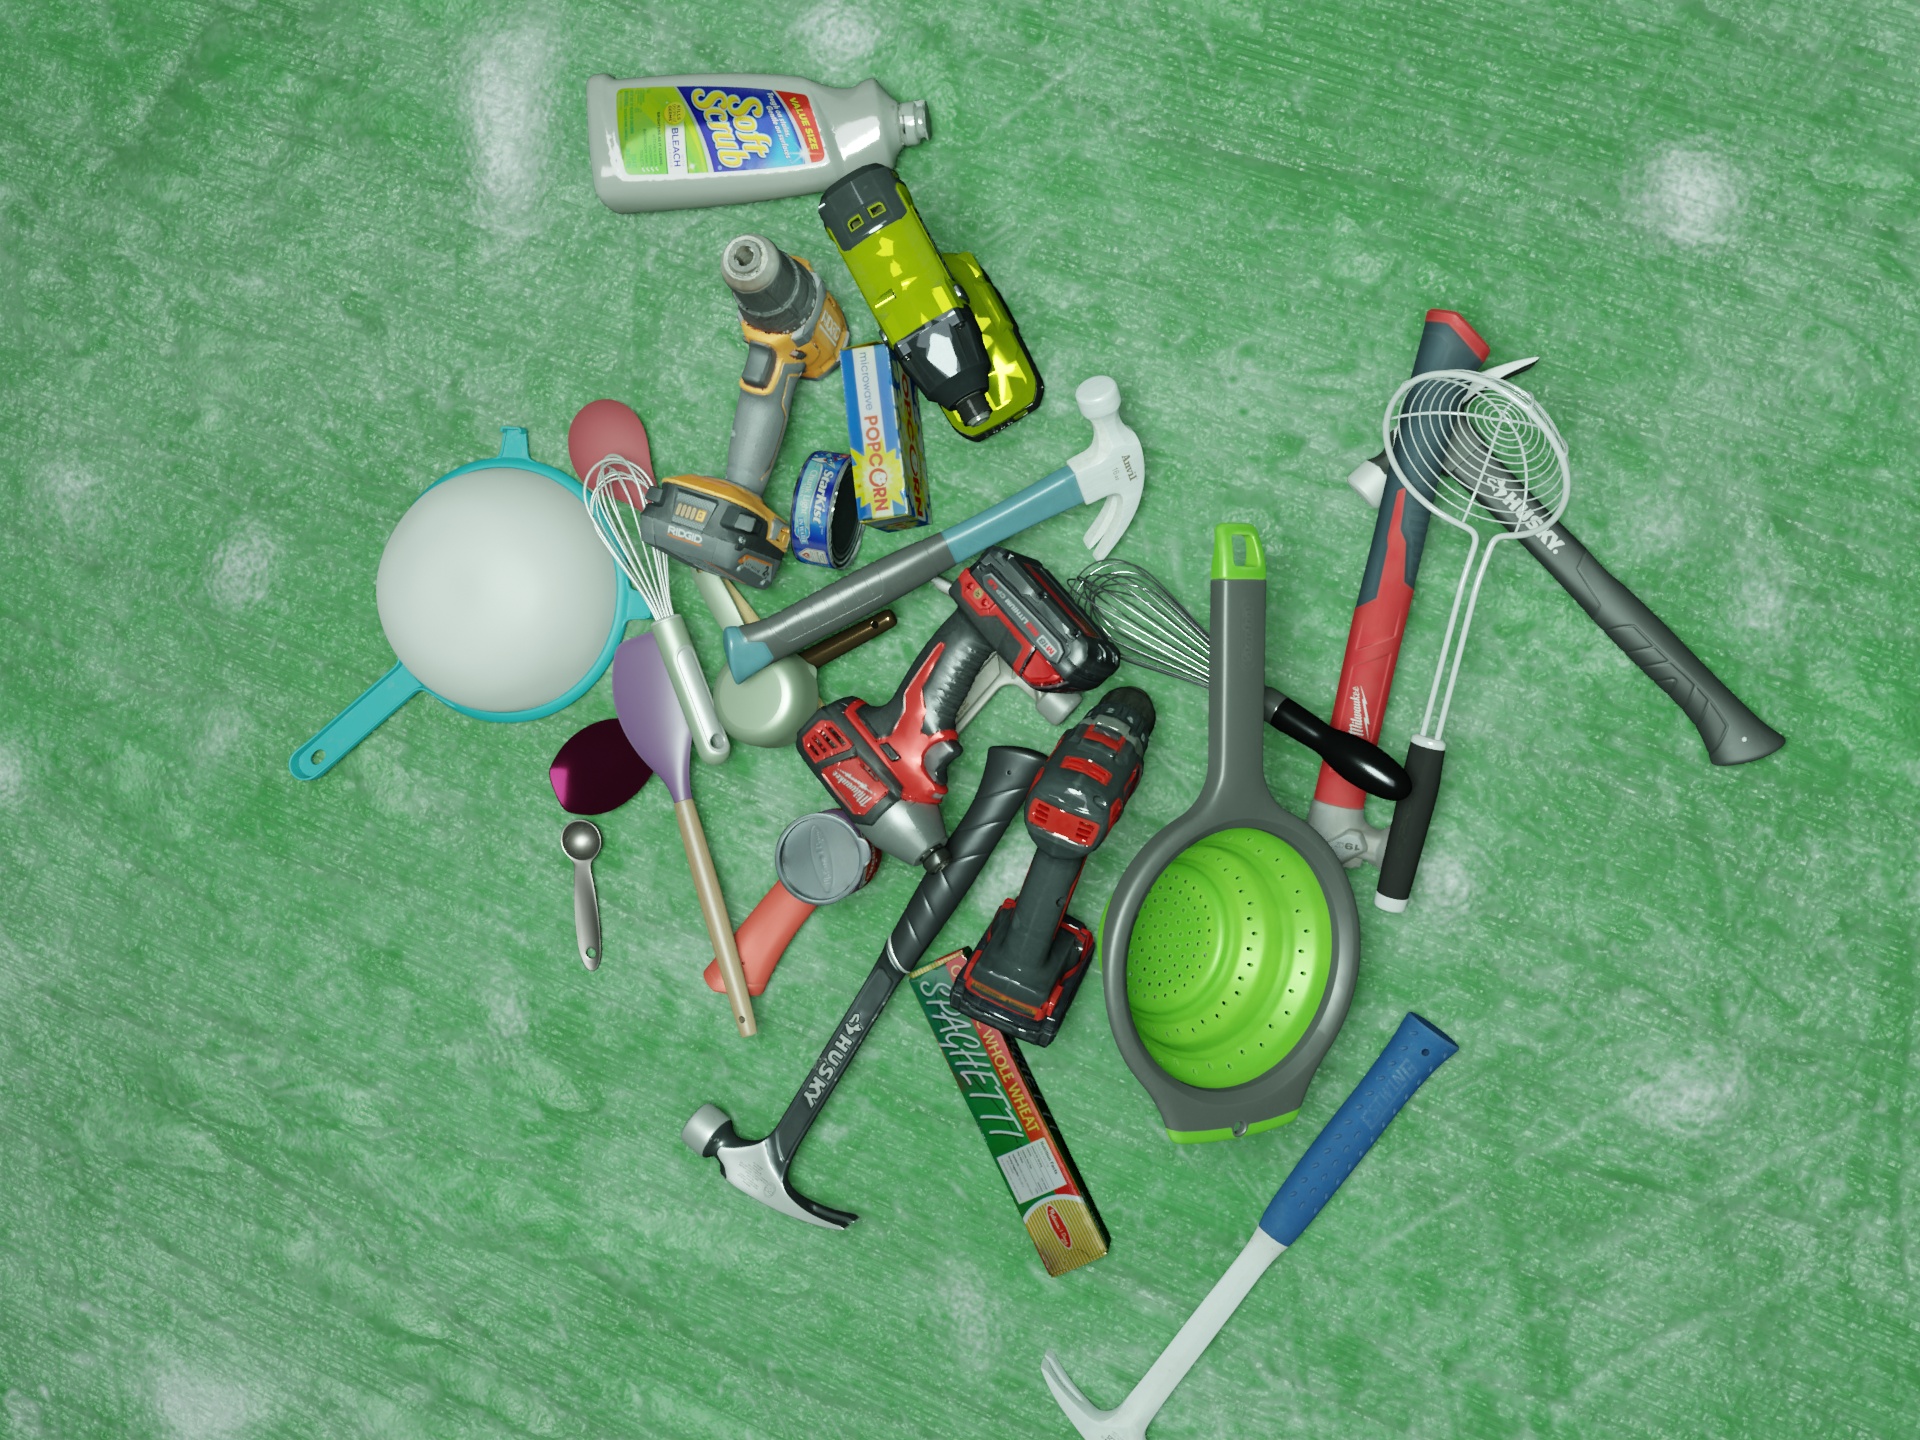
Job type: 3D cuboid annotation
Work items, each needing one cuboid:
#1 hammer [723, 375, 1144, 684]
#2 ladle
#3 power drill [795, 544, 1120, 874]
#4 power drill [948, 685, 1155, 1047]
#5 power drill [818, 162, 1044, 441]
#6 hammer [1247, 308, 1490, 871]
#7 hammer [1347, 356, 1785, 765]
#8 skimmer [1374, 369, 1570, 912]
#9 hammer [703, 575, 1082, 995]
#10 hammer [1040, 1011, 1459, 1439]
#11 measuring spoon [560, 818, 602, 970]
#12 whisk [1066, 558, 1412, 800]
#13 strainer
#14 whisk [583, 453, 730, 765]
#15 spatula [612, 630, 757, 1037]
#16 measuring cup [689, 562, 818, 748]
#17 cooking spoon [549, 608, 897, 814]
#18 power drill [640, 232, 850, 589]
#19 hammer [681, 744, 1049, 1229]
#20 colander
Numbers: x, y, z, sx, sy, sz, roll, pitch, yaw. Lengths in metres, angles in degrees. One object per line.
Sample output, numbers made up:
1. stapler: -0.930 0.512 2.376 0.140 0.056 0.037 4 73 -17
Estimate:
1. hammer: -0.021 -0.117 1.126 0.331 0.128 0.033 -27 42 1
2. ladle: -0.201 -0.121 1.227 0.069 0.031 0.315 -40 86 17
3. power drill: -0.002 -0.004 1.108 0.219 0.078 0.143 -45 72 16
4. power drill: 0.075 0.093 1.114 0.080 0.188 0.226 22 121 10
5. power drill: -0.011 -0.265 1.080 0.080 0.223 0.171 -29 87 11
6. hammer: 0.277 -0.088 1.097 0.143 0.038 0.386 12 103 12
7. hammer: 0.435 -0.100 1.093 0.146 0.035 0.335 -44 84 11
8. skimmer: 0.303 -0.041 1.032 0.127 0.090 0.363 22 110 40
9. hammer: -0.078 0.064 1.203 0.149 0.036 0.359 42 99 7
10. hammer: 0.216 0.379 1.156 0.144 0.035 0.405 36 98 8
11. measuring spoon: -0.295 0.138 1.264 0.034 0.018 0.124 -1 99 11
12. whisk: 0.188 -0.027 1.097 0.285 0.070 0.070 35 99 24
13. strainer: -0.418 -0.062 1.237 0.340 0.095 0.211 -39 85 9
14. whisk: -0.223 -0.083 1.193 0.059 0.058 0.246 -18 93 52
15. spatula: -0.206 0.087 1.208 0.060 0.018 0.316 -19 84 15
16. measuring cup: -0.168 -0.056 1.182 0.083 0.038 0.168 -33 79 16
17. cooking spoon: -0.185 -0.010 1.218 0.319 0.017 0.069 -26 84 18
18. power drill: -0.150 -0.219 1.118 0.084 0.185 0.226 18 88 10
19. hammer: -0.051 0.192 1.175 0.149 0.036 0.409 35 101 16
20. colander: 0.159 0.070 1.053 0.204 0.094 0.397 -2 94 -28
